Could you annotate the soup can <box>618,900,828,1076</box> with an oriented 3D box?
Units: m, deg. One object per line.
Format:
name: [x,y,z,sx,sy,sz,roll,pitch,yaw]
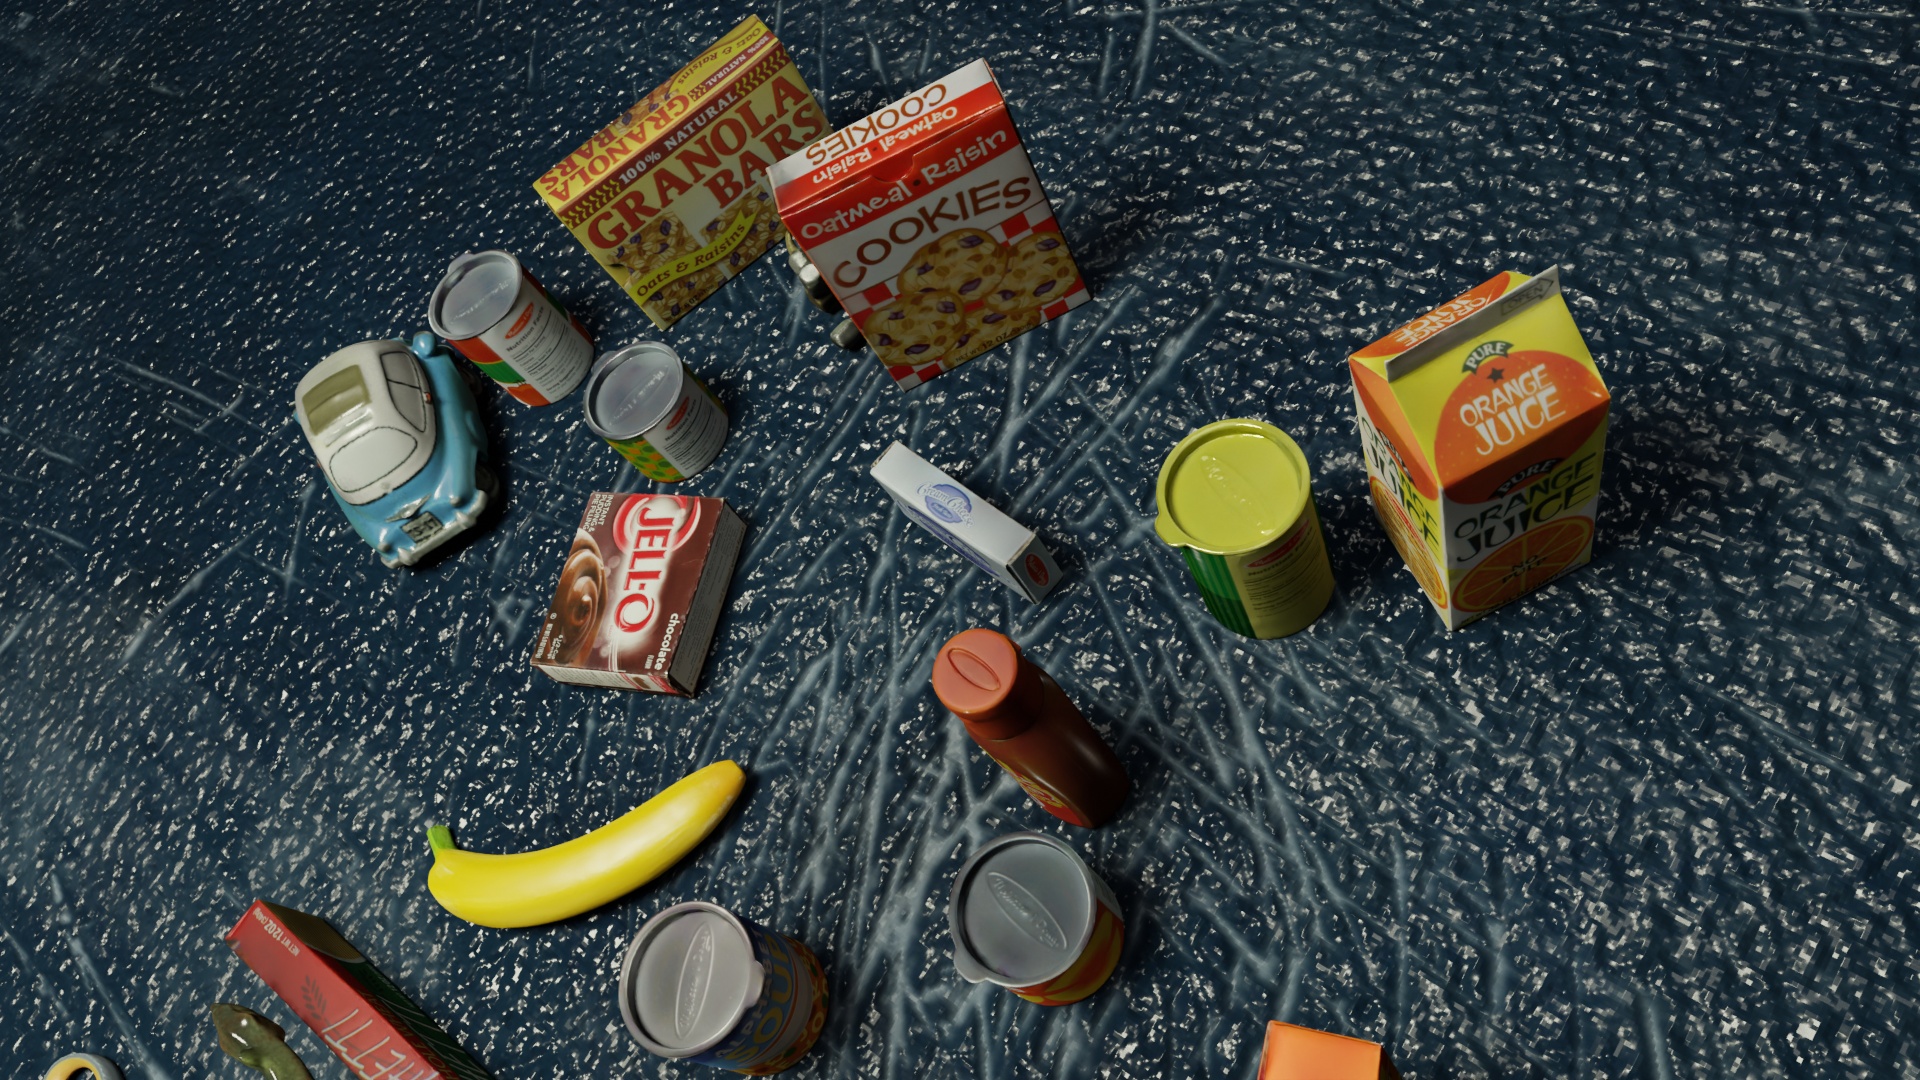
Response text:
soup can: [-0.104,0.207,0.636,0.071,0.083,0.071,-9,62,17]

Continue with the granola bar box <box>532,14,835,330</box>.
granola bar box: [-0.156,-0.221,0.854,0.165,0.124,0.039,-38,57,-1]

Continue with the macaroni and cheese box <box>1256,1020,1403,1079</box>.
macaroni and cheese box: [0.126,0.243,0.481,0.040,0.166,0.124,3,66,23]

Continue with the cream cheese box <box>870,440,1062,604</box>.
cream cheese box: [0.003,-0.009,0.725,0.104,0.053,0.024,35,81,31]

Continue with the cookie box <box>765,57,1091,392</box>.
cookie box: [-0.011,-0.160,0.741,0.123,0.167,0.040,-25,58,7]

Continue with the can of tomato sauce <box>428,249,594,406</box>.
can of tomato sauce: [-0.284,-0.134,0.882,0.071,0.083,0.071,-9,62,17]

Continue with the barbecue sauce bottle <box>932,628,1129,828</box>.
barbecue sauce bottle: [0.030,0.082,0.612,0.065,0.148,0.044,36,81,31]

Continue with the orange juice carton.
orange juice carton: [0.214,-0.041,0.578,0.072,0.192,0.073,-28,58,6]

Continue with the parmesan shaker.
parmesan shaker: [0.132,-0.001,0.642,0.071,0.102,0.071,-9,62,17]

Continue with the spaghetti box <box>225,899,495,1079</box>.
spaghetti box: [-0.278,0.259,0.696,0.250,0.050,0.029,26,76,30]

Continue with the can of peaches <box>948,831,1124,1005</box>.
can of peaches: [0.033,0.171,0.618,0.071,0.058,0.071,-9,62,17]

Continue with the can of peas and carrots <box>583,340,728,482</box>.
can of peas and carrots: [-0.182,-0.077,0.828,0.071,0.058,0.071,-9,62,17]
